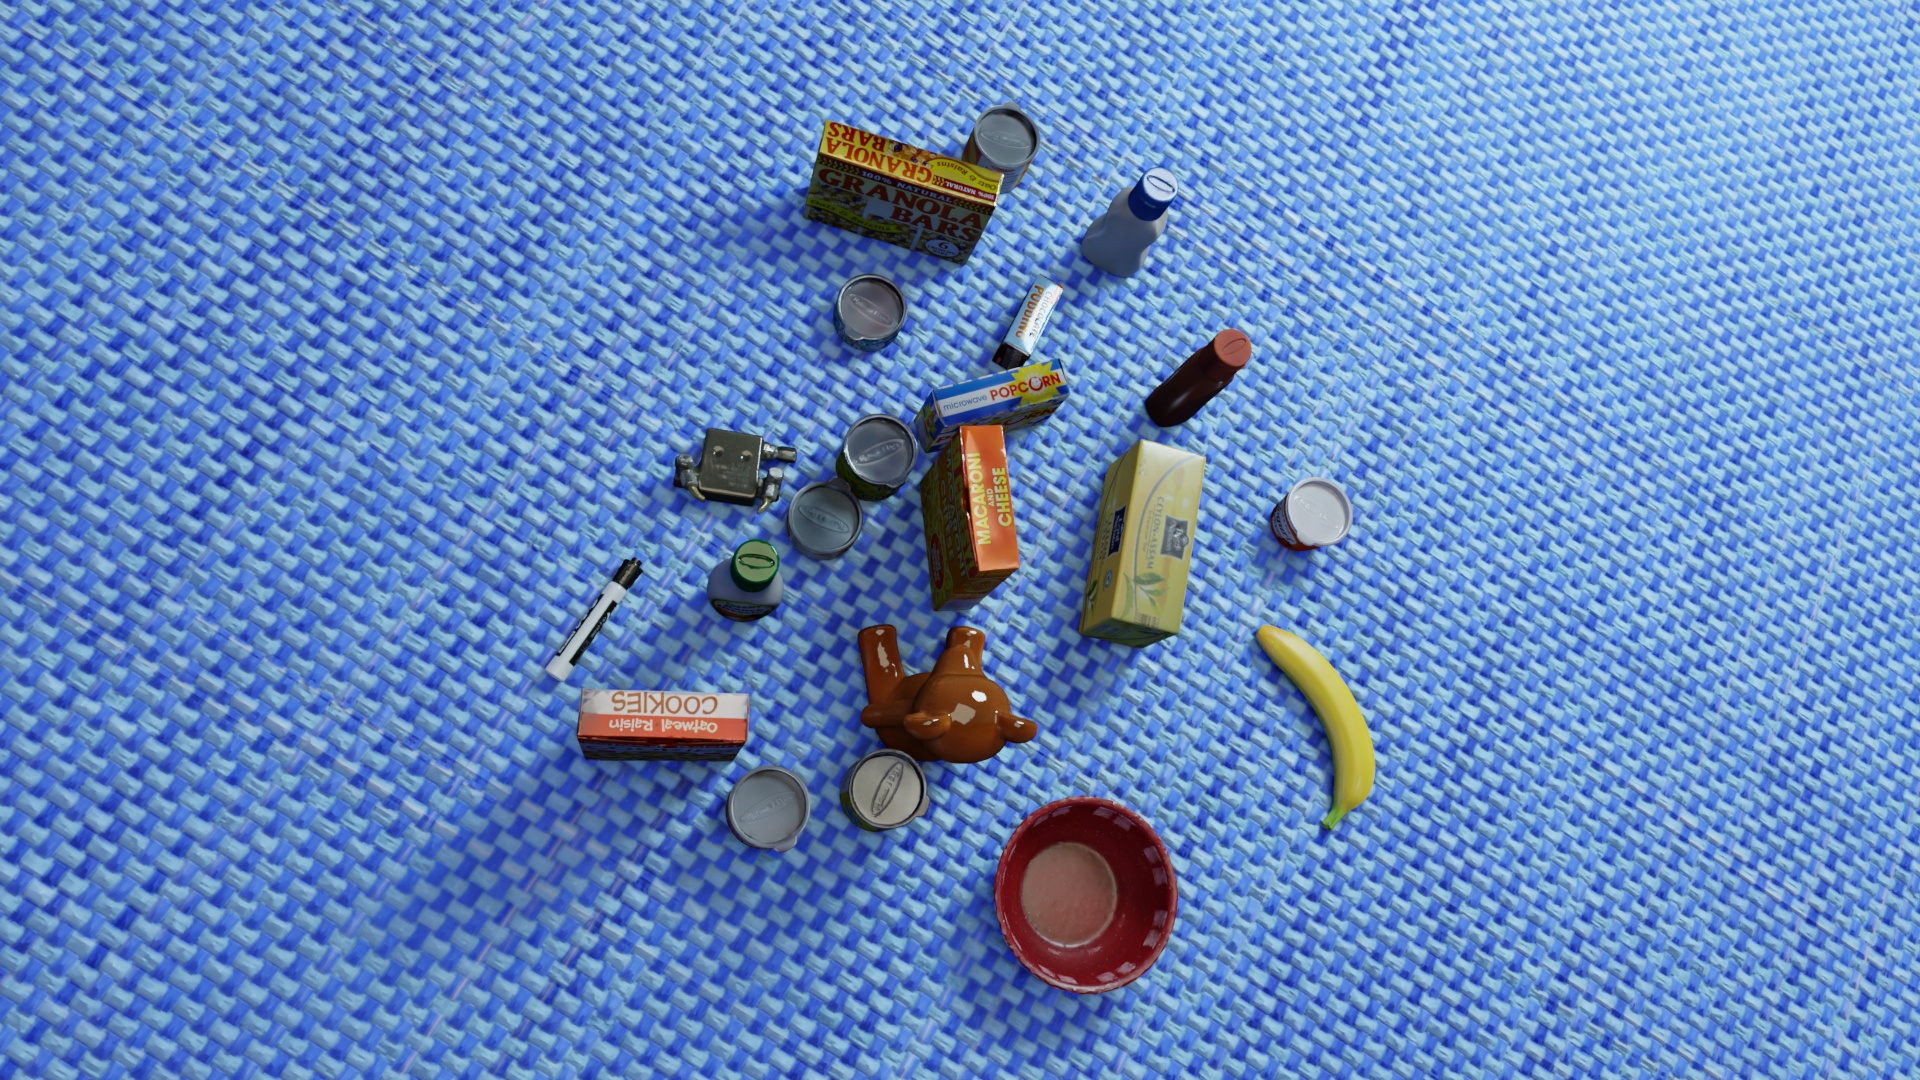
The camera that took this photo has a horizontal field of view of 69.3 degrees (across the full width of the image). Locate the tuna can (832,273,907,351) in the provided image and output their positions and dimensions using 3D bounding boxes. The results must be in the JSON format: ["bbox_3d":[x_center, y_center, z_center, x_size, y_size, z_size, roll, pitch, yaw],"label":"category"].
[{"bbox_3d":[-0.086,-0.210,1.292,0.071,0.032,0.071,3,75,-12],"label":"tuna can"}]

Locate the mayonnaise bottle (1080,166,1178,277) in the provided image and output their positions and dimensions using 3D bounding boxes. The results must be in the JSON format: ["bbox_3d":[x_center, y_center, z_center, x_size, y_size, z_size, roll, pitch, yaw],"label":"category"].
[{"bbox_3d":[0.164,-0.302,1.315,0.065,0.147,0.041,26,72,-5],"label":"mayonnaise bottle"}]

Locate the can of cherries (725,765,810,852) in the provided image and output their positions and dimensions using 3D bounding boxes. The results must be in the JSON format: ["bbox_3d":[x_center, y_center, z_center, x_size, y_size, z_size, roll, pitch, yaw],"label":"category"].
[{"bbox_3d":[-0.159,0.223,1.145,0.071,0.058,0.071,3,75,-12],"label":"can of cherries"}]

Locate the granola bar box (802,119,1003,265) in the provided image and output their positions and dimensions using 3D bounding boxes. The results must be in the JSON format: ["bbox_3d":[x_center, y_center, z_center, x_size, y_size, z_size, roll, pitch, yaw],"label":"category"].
[{"bbox_3d":[-0.056,-0.317,1.280,0.166,0.124,0.039,15,73,-9],"label":"granola bar box"}]

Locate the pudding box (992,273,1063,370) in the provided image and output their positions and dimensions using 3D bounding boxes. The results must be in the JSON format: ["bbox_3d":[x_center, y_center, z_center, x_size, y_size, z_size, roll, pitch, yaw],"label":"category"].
[{"bbox_3d":[0.064,-0.205,1.317,0.030,0.049,0.084,28,71,-5],"label":"pudding box"}]

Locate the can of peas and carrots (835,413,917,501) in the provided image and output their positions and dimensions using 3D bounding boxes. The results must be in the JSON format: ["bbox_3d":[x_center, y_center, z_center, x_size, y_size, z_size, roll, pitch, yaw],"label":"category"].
[{"bbox_3d":[-0.075,-0.071,1.244,0.071,0.058,0.071,3,75,-12],"label":"can of peas and carrots"}]

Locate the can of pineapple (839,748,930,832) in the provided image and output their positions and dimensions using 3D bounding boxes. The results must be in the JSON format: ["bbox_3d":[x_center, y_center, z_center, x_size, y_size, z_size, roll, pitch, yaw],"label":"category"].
[{"bbox_3d":[-0.065,0.213,1.170,0.071,0.057,0.071,3,75,-12],"label":"can of pineapple"}]

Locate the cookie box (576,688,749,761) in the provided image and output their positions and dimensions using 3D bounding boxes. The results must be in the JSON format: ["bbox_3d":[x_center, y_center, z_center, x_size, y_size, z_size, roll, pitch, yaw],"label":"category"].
[{"bbox_3d":[-0.234,0.148,1.090,0.123,0.167,0.040,3,75,-12],"label":"cookie box"}]

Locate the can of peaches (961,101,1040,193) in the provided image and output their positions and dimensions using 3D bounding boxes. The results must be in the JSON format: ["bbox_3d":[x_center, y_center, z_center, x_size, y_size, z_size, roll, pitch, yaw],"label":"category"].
[{"bbox_3d":[0.039,-0.382,1.355,0.071,0.058,0.071,3,75,-12],"label":"can of peaches"}]

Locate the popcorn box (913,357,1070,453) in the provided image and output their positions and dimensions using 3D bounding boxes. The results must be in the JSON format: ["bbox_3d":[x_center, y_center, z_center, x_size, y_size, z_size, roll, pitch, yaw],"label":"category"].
[{"bbox_3d":[0.028,-0.122,1.268,0.127,0.085,0.038,-16,80,-17],"label":"popcorn box"}]

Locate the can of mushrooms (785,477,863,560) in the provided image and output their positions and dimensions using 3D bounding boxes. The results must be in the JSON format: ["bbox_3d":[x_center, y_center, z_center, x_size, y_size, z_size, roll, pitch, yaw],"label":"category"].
[{"bbox_3d":[-0.120,-0.019,1.232,0.071,0.033,0.071,3,75,-12],"label":"can of mushrooms"}]

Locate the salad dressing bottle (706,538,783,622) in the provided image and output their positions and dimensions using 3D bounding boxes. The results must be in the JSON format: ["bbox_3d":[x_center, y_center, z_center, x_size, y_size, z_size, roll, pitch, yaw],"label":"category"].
[{"bbox_3d":[-0.175,0.033,1.145,0.064,0.147,0.044,9,74,-11],"label":"salad dressing bottle"}]

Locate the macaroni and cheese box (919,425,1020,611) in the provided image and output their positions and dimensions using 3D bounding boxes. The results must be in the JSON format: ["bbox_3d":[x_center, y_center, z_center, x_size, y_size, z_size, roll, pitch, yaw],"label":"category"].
[{"bbox_3d":[0.004,-0.015,1.190,0.040,0.166,0.124,-4,77,-14],"label":"macaroni and cheese box"}]

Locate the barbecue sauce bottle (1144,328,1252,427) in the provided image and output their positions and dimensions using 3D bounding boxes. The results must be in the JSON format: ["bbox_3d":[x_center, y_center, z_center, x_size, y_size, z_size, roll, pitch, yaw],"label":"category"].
[{"bbox_3d":[0.224,-0.151,1.288,0.065,0.148,0.043,-30,84,-18],"label":"barbecue sauce bottle"}]

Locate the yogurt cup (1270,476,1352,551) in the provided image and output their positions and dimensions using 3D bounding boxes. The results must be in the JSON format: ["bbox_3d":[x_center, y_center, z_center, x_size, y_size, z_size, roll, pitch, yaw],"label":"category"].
[{"bbox_3d":[0.333,-0.022,1.329,0.072,0.053,0.072,3,75,-12],"label":"yogurt cup"}]
